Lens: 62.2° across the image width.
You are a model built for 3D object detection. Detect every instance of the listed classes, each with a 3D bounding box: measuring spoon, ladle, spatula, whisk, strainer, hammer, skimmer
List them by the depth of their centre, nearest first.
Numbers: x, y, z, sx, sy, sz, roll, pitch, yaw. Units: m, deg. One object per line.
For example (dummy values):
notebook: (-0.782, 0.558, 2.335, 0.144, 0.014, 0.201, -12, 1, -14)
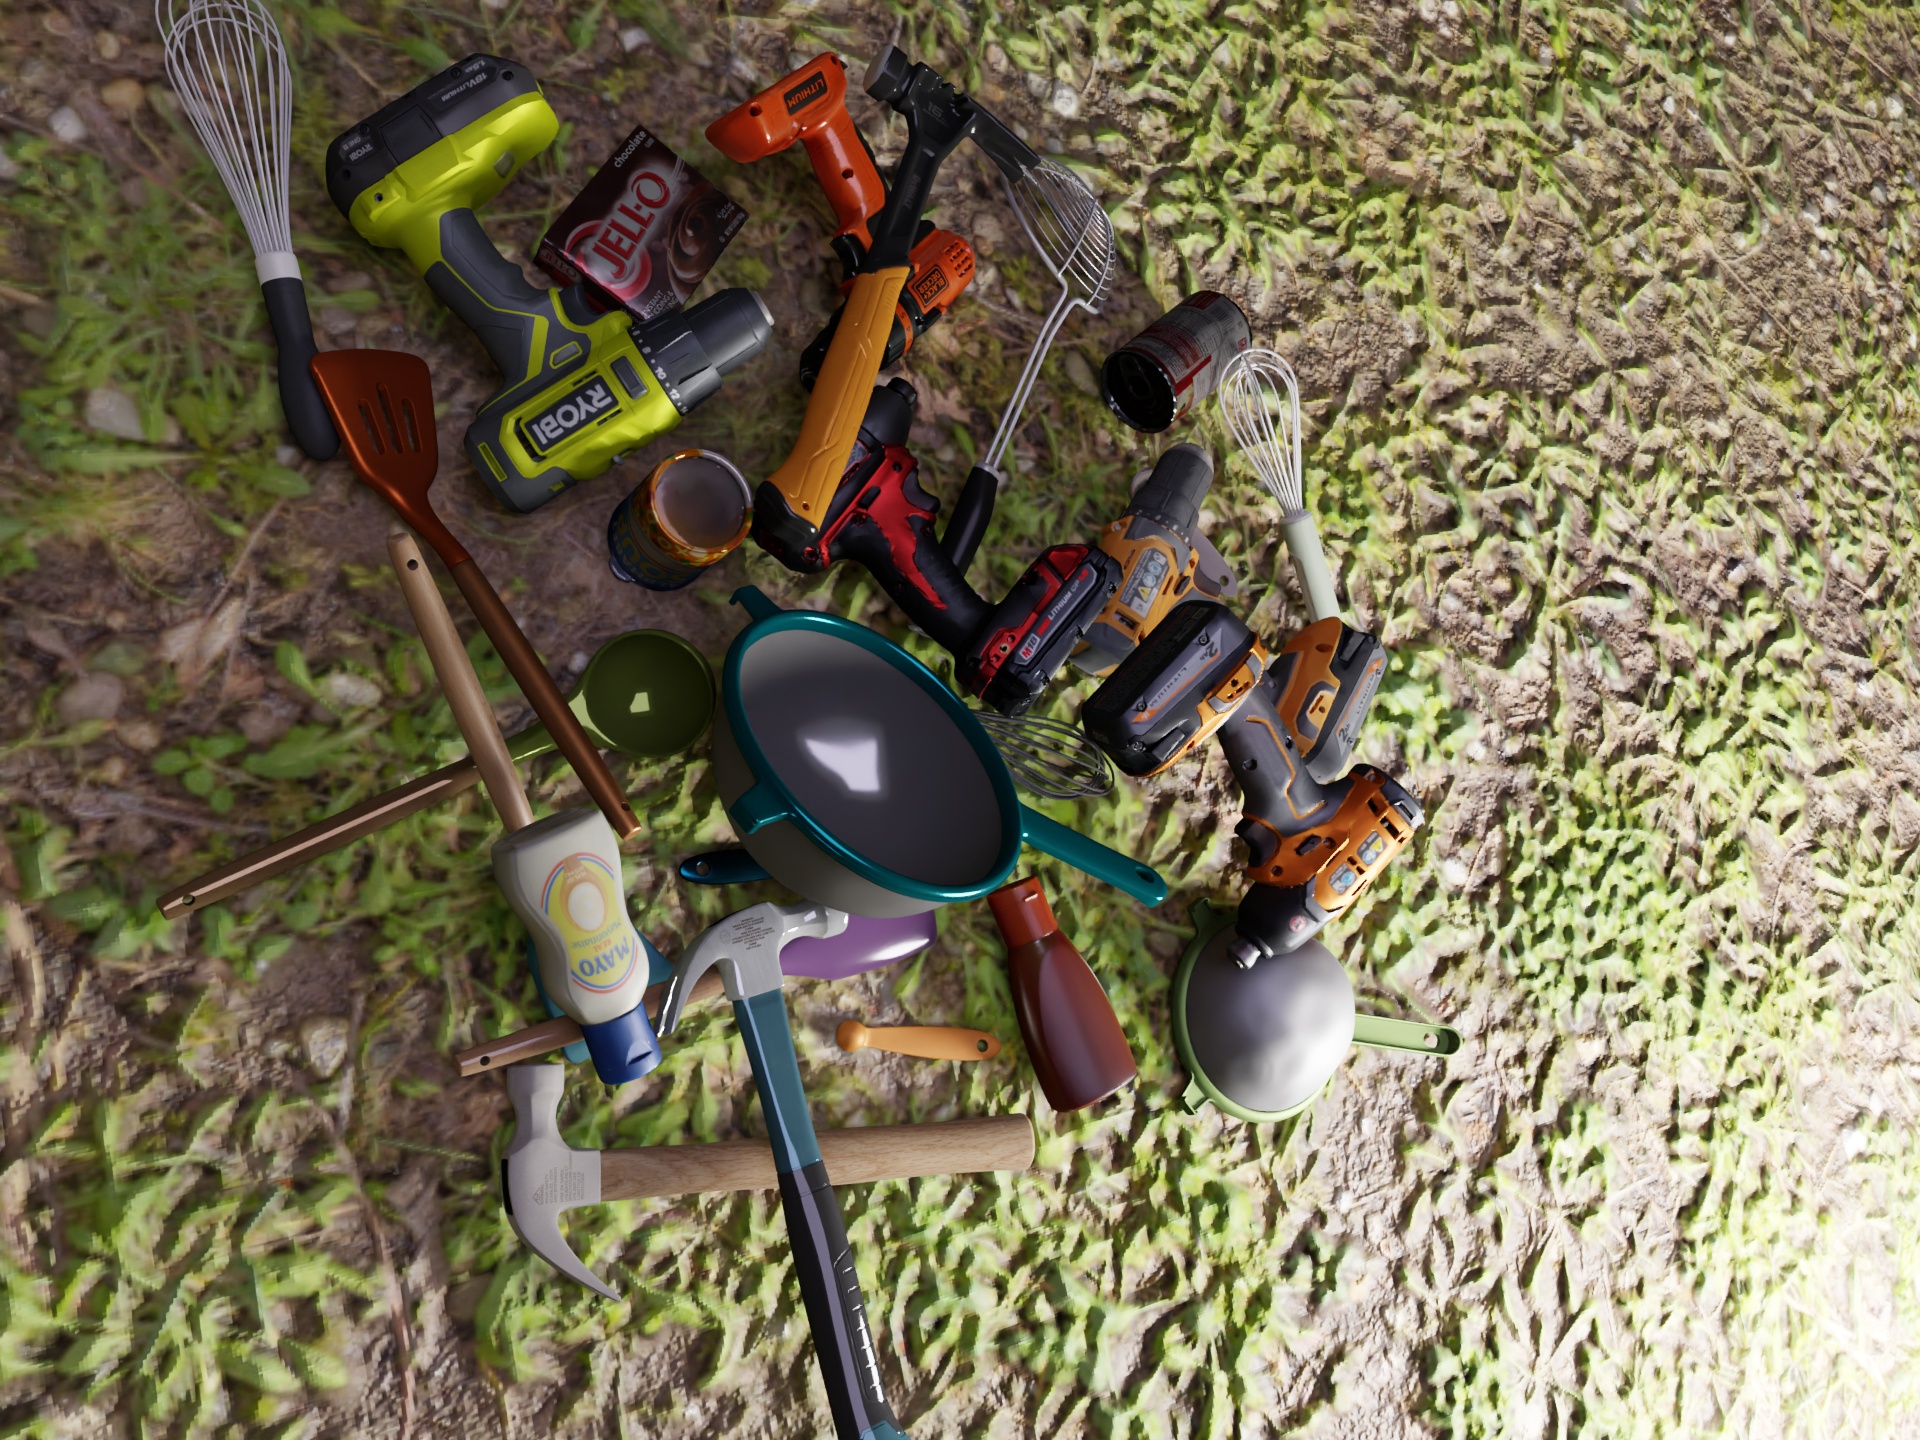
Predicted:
spatula: (-0.240, 0.043, 0.868, 0.082, 0.044, 0.317, -33, 124, -29)
ladle: (-0.282, 0.034, 0.886, 0.320, 0.062, 0.078, -27, 103, -27)
spatula: (-0.263, -0.072, 0.892, 0.323, 0.041, 0.081, 55, 32, 11)
whisk: (-0.394, -0.285, 0.898, 0.070, 0.070, 0.284, -13, 90, -30)
hammer: (-0.087, 0.269, 0.911, 0.128, 0.033, 0.331, -11, 81, -32)
hammer: (-0.103, 0.264, 0.943, 0.331, 0.031, 0.130, 4, 77, -28)
spatula: (-0.145, 0.152, 0.944, 0.316, 0.018, 0.059, -15, 99, -34)
strainer: (-0.022, 0.067, 0.978, 0.340, 0.095, 0.211, 27, 34, -30)
measuring spoon: (-0.110, 0.087, 0.982, 0.128, 0.021, 0.042, -2, 80, -30)
hammer: (-0.048, -0.258, 0.996, 0.127, 0.034, 0.337, 27, 68, -26)
measuring spoon: (-0.024, 0.204, 1.010, 0.116, 0.011, 0.021, 10, 74, -26)
whisk: (-0.001, -0.005, 1.051, 0.238, 0.055, 0.055, 25, 68, -17)
skimmer: (0.020, -0.229, 1.114, 0.127, 0.090, 0.363, 33, 75, -46)
strainer: (0.272, 0.215, 1.133, 0.256, 0.069, 0.151, 12, 73, -24)
measuring spoon: (0.166, -0.138, 1.188, 0.034, 0.018, 0.124, -48, 110, -15)
whisk: (0.249, -0.160, 1.196, 0.059, 0.058, 0.246, -20, 105, -1)

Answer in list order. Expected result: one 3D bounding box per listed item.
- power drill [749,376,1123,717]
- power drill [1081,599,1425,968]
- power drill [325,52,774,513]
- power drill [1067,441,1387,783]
power drill: (-0.013, -0.115, 1.017, 0.219, 0.078, 0.143, 36, 77, 2)
power drill: (0.186, 0.049, 1.057, 0.164, 0.084, 0.226, -46, 107, -7)
power drill: (-0.238, -0.260, 0.928, 0.190, 0.080, 0.228, -33, 94, -1)
power drill: (0.195, -0.077, 1.147, 0.226, 0.084, 0.185, 32, 70, -14)
